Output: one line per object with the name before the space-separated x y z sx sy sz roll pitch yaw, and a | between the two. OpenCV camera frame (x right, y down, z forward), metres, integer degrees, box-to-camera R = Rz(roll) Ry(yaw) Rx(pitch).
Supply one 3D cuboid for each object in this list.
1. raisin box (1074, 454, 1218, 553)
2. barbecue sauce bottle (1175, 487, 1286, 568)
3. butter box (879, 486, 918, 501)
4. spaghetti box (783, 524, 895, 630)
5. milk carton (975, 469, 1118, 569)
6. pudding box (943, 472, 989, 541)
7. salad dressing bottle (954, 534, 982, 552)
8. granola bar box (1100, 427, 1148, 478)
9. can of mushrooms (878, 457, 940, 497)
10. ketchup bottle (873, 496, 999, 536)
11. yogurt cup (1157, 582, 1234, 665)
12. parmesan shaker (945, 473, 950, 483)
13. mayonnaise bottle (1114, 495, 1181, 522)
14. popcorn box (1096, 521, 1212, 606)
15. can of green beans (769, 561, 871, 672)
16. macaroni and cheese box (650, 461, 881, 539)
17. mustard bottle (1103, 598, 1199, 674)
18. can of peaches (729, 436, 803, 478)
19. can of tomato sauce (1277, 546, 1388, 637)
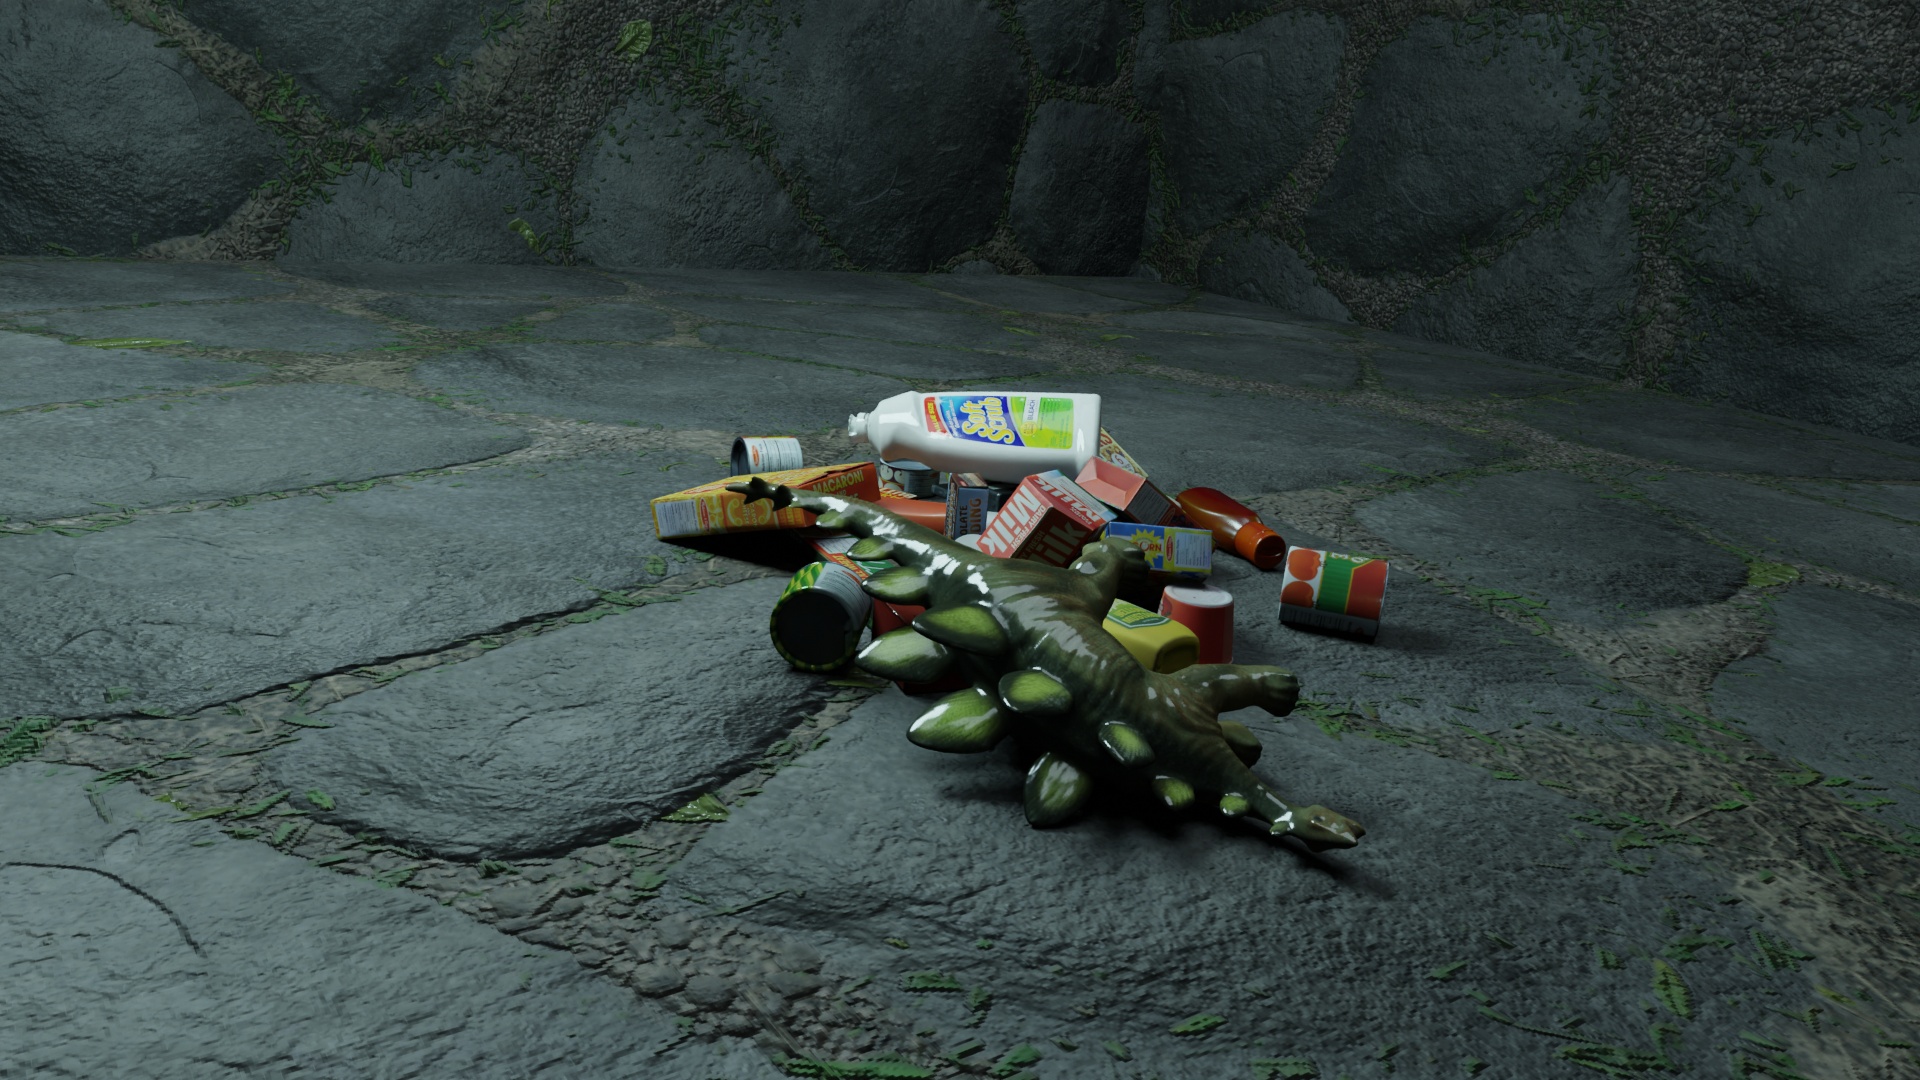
raisin box | 0.175 -0.024 1.306 0.123 0.040 0.086 37 -4 -35
barbecue sauce bottle | 0.274 -0.013 1.399 0.065 0.043 0.149 0 19 -19
butter box | -0.098 -0.040 1.394 0.103 0.024 0.053 15 18 27
spaghetti box | -0.084 0.031 1.159 0.050 0.028 0.250 -4 19 -27
milk carton | 0.072 -0.008 1.177 0.073 0.072 0.191 39 13 8
pudding box | 0.004 -0.016 1.247 0.030 0.083 0.050 3 17 -11
salad dressing bottle | 0.020 0.038 1.147 0.064 0.044 0.148 14 16 -11
granola bar box | 0.118 -0.085 1.491 0.124 0.039 0.166 47 30 12
can of mushrooms | -0.056 -0.070 1.493 0.071 0.033 0.071 5 17 -1
ketchup bottle | -0.017 -0.014 1.302 0.149 0.043 0.065 6 9 -1
yogurt cup | 0.183 0.066 1.090 0.072 0.053 0.072 6 17 -2
parmesan shaker | 0.037 -0.080 1.503 0.071 0.071 0.103 15 17 29
mayonnaise bottle | 0.153 -0.020 1.387 0.148 0.041 0.065 -11 24 -42
popcorn box | 0.152 0.022 1.151 0.085 0.038 0.126 5 -16 -4
can of green beans | -0.101 0.055 1.010 0.071 0.071 0.058 7 17 3
macaroni and cheese box | -0.175 -0.037 1.256 0.166 0.040 0.124 -5 10 30
mustard bottle | 0.107 0.068 1.067 0.065 0.048 0.160 -7 21 -41
can of peaches | -0.195 -0.071 1.397 0.058 0.071 0.071 -3 19 -25
can of tomato sauce | 0.319 0.041 1.190 0.083 0.071 0.071 10 17 14
